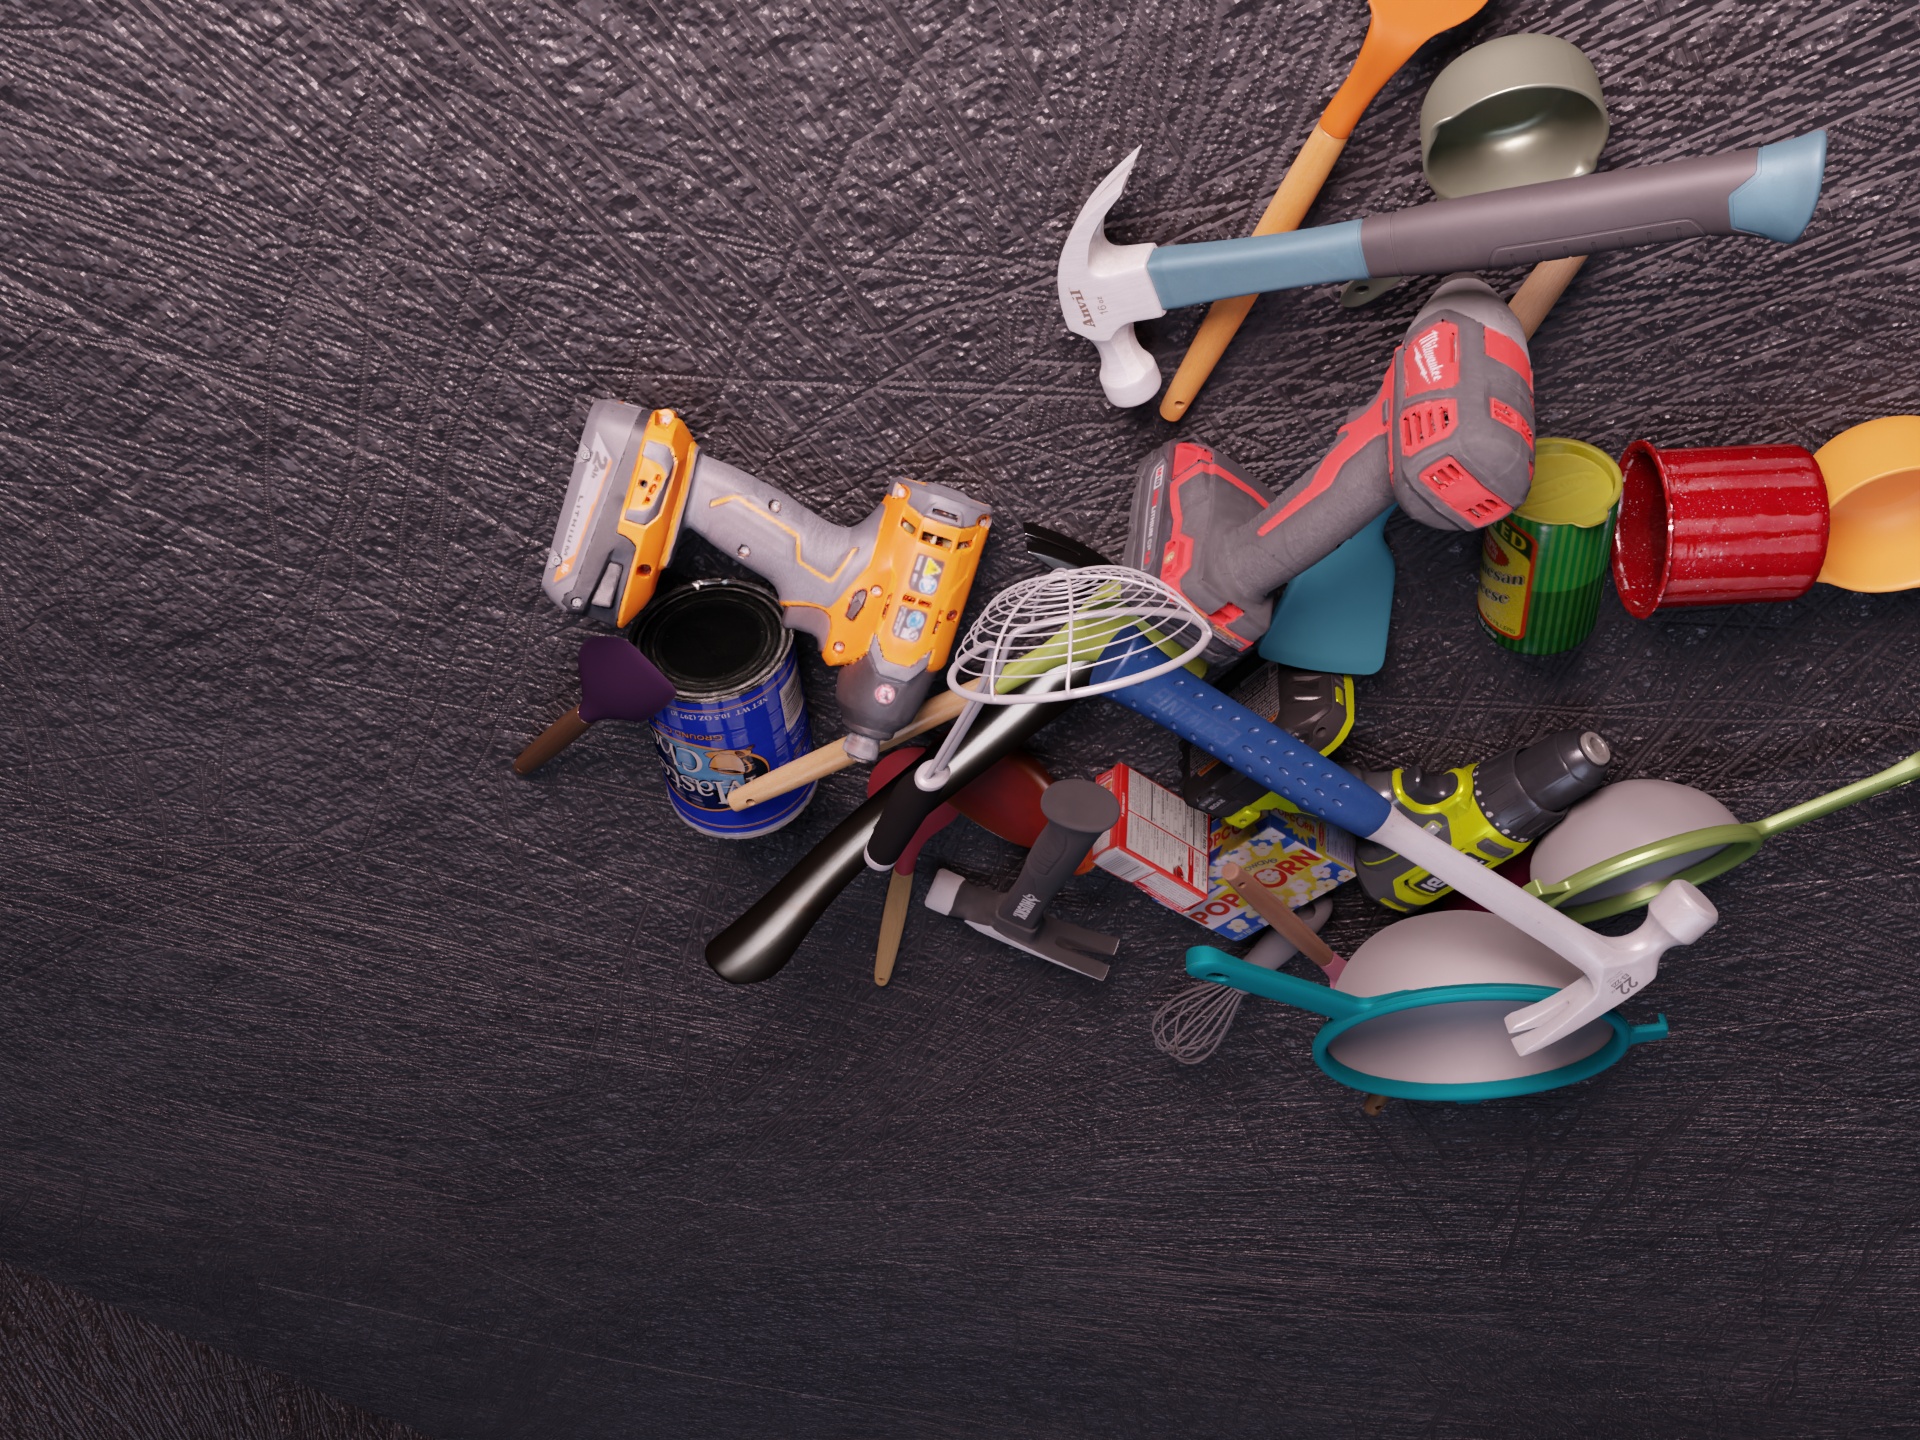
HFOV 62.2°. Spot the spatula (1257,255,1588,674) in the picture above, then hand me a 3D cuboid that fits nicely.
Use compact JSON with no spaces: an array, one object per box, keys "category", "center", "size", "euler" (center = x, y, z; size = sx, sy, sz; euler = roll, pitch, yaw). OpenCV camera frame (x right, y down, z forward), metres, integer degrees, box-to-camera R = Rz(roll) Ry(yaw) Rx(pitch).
[{"category":"spatula","center":[0.254,-0.142,0.831],"size":[0.082,0.044,0.317],"euler":[8,140,-16]}]

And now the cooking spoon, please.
[{"category":"cooking spoon","center":[0.368,0.206,1.215],"size":[0.068,0.017,0.318],"euler":[6,131,-8]}]

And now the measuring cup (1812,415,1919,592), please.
[{"category":"measuring cup","center":[0.512,-0.096,0.838],"size":[0.173,0.052,0.095],"euler":[29,136,-26]}]

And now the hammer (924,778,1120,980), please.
[{"category":"hammer","center":[0.061,0.105,1.066],"size":[0.146,0.035,0.334],"euler":[24,160,2]}]

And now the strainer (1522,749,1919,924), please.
[{"category":"strainer","center":[0.475,0.055,1.014],"size":[0.256,0.069,0.151],"euler":[-26,155,19]}]

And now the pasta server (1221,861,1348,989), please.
[{"category":"pasta server","center":[0.262,0.171,1.166],"size":[0.060,0.040,0.315],"euler":[-39,139,10]}]

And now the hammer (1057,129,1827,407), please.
[{"category":"hammer","center":[0.193,-0.208,0.699],"size":[0.331,0.033,0.128],"euler":[0,142,31]}]

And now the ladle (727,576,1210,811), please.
[{"category":"ladle","center":[-0.001,-0.003,0.938],"size":[0.320,0.062,0.078],"euler":[-24,130,16]}]

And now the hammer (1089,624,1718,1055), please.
[{"category":"hammer","center":[0.245,0.067,0.920],"size":[0.405,0.035,0.144],"euler":[30,116,-17]}]

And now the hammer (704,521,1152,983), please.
[{"category":"hammer","center":[-0.037,0.043,1.031],"size":[0.146,0.038,0.410],"euler":[35,118,-27]}]

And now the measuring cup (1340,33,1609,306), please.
[{"category":"measuring cup","center":[0.221,-0.247,0.725],"size":[0.083,0.038,0.167],"euler":[7,160,-19]}]

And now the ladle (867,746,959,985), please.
[{"category":"ladle","center":[-0.047,0.125,1.219],"size":[0.069,0.031,0.315],"euler":[9,142,-2]}]

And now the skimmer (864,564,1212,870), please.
[{"category":"skimmer","center":[0.016,0.027,0.871],"size":[0.127,0.090,0.363],"euler":[-24,162,-29]}]

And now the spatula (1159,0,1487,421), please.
[{"category":"spatula","center":[0.160,-0.257,0.729],"size":[0.081,0.041,0.322],"euler":[15,144,-10]}]

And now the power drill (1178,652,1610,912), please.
[{"category":"power drill","center":[0.274,0.033,1.015],"size":[0.228,0.080,0.190],"euler":[23,140,-22]}]

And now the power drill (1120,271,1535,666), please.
[{"category":"power drill","center":[0.185,-0.128,0.795],"size":[0.078,0.143,0.219],"euler":[31,142,-26]}]

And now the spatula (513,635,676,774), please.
[{"category":"spatula","center":[-0.249,-0.001,1.029],"size":[0.059,0.018,0.316],"euler":[46,151,-10]}]

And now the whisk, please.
[{"category":"whisk","center":[0.220,0.202,1.253],"size":[0.055,0.055,0.238],"euler":[21,134,-15]}]

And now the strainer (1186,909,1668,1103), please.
[{"category":"strainer","center":[0.297,0.172,1.096],"size":[0.340,0.095,0.211],"euler":[19,145,-22]}]

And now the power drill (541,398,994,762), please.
[{"category":"power drill","center":[-0.111,-0.077,0.892],"size":[0.226,0.084,0.164],"euler":[16,98,-9]}]
